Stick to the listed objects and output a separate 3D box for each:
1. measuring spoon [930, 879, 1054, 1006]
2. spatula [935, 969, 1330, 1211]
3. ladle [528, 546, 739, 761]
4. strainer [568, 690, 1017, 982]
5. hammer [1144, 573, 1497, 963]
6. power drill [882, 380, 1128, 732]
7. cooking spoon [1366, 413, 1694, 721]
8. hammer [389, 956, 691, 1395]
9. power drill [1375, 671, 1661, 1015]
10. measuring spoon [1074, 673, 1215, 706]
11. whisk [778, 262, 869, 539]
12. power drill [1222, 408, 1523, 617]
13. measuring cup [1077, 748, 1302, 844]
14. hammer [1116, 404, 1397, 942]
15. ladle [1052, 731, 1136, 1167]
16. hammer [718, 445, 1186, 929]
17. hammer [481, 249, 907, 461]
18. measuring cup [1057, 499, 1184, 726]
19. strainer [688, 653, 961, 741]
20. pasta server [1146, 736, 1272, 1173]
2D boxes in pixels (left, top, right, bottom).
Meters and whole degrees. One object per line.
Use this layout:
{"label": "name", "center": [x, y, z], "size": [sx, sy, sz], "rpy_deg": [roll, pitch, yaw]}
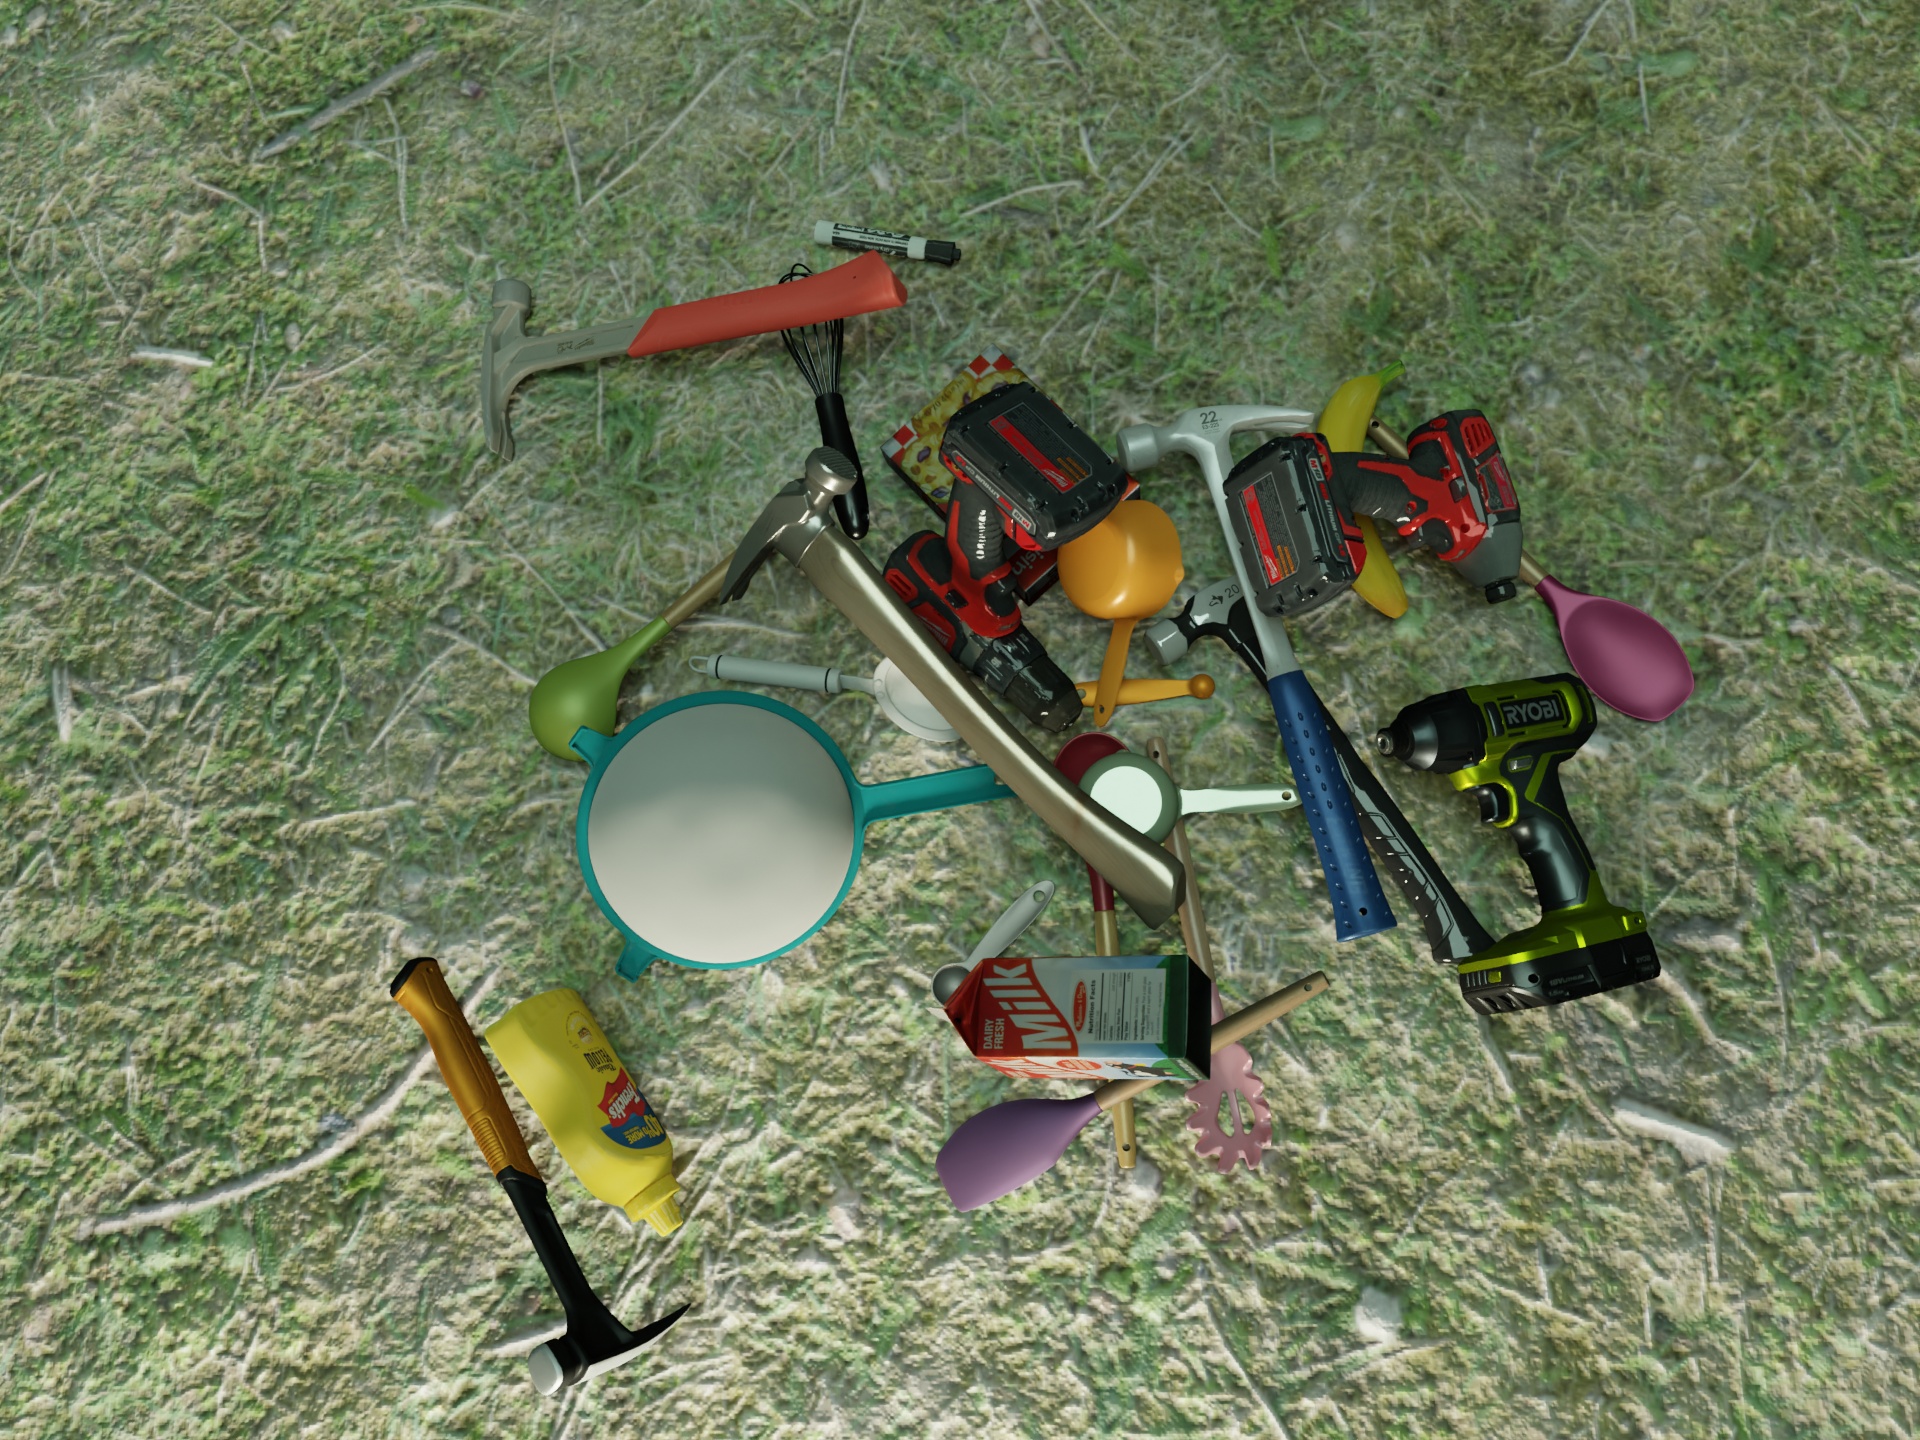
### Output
{"label": "measuring spoon", "center": [0.027, 0.166, 1.184], "size": [0.034, 0.018, 0.124], "rpy_deg": [41, 79, 17]}
{"label": "spatula", "center": [0.119, 0.256, 1.129], "size": [0.316, 0.018, 0.060], "rpy_deg": [-31, 75, 11]}
{"label": "ladle", "center": [-0.207, -0.089, 1.246], "size": [0.320, 0.062, 0.078], "rpy_deg": [-42, 69, -10]}
{"label": "strainer", "center": [-0.106, 0.078, 1.143], "size": [0.340, 0.095, 0.211], "rpy_deg": [-10, 101, -8]}
{"label": "hammer", "center": [0.286, 0.033, 1.166], "size": [0.146, 0.035, 0.335], "rpy_deg": [-32, 80, -7]}
{"label": "power drill", "center": [0.039, -0.106, 1.133], "size": [0.080, 0.226, 0.188], "rpy_deg": [-35, 74, -32]}
{"label": "cooking spoon", "center": [0.417, -0.123, 1.194], "size": [0.069, 0.017, 0.319], "rpy_deg": [-45, 78, 8]}
{"label": "hammer", "center": [-0.323, 0.314, 1.157], "size": [0.034, 0.127, 0.337], "rpy_deg": [-46, 66, 26]}
{"label": "power drill", "center": [0.384, 0.084, 1.106], "size": [0.171, 0.080, 0.223], "rpy_deg": [-8, 77, -23]}
{"label": "measuring spoon", "center": [0.135, -0.023, 1.207], "size": [0.117, 0.011, 0.021], "rpy_deg": [-4, 79, 5]}
{"label": "whisk", "center": [-0.104, -0.252, 1.251], "size": [0.055, 0.055, 0.239], "rpy_deg": [-14, 75, 3]}
{"label": "power drill", "center": [0.305, -0.141, 1.125], "size": [0.219, 0.078, 0.143], "rpy_deg": [-11, 80, -28]}
{"label": "measuring cup", "center": [0.164, 0.057, 1.141], "size": [0.167, 0.038, 0.083], "rpy_deg": [-4, 82, 9]}
{"label": "hammer", "center": [0.236, -0.044, 1.144], "size": [0.144, 0.035, 0.406], "rpy_deg": [-15, 76, -2]}
{"label": "ladle", "center": [0.109, 0.166, 1.167], "size": [0.069, 0.031, 0.315], "rpy_deg": [-5, 81, 8]}
{"label": "hammer", "center": [-0.002, -0.004, 1.137], "size": [0.411, 0.038, 0.146], "rpy_deg": [46, 118, 8]}
{"label": "hammer", "center": [-0.215, -0.302, 1.249], "size": [0.359, 0.036, 0.149], "rpy_deg": [-6, 78, 18]}
{"label": "measuring cup", "center": [0.104, -0.077, 1.167], "size": [0.095, 0.052, 0.173], "rpy_deg": [26, 111, 45]}
{"label": "strainer", "center": [-0.088, -0.032, 1.215], "size": [0.258, 0.086, 0.050], "rpy_deg": [7, 41, 14]}
{"label": "pasta server", "center": [0.171, 0.164, 1.155], "size": [0.060, 0.040, 0.316], "rpy_deg": [-14, 77, 16]}
